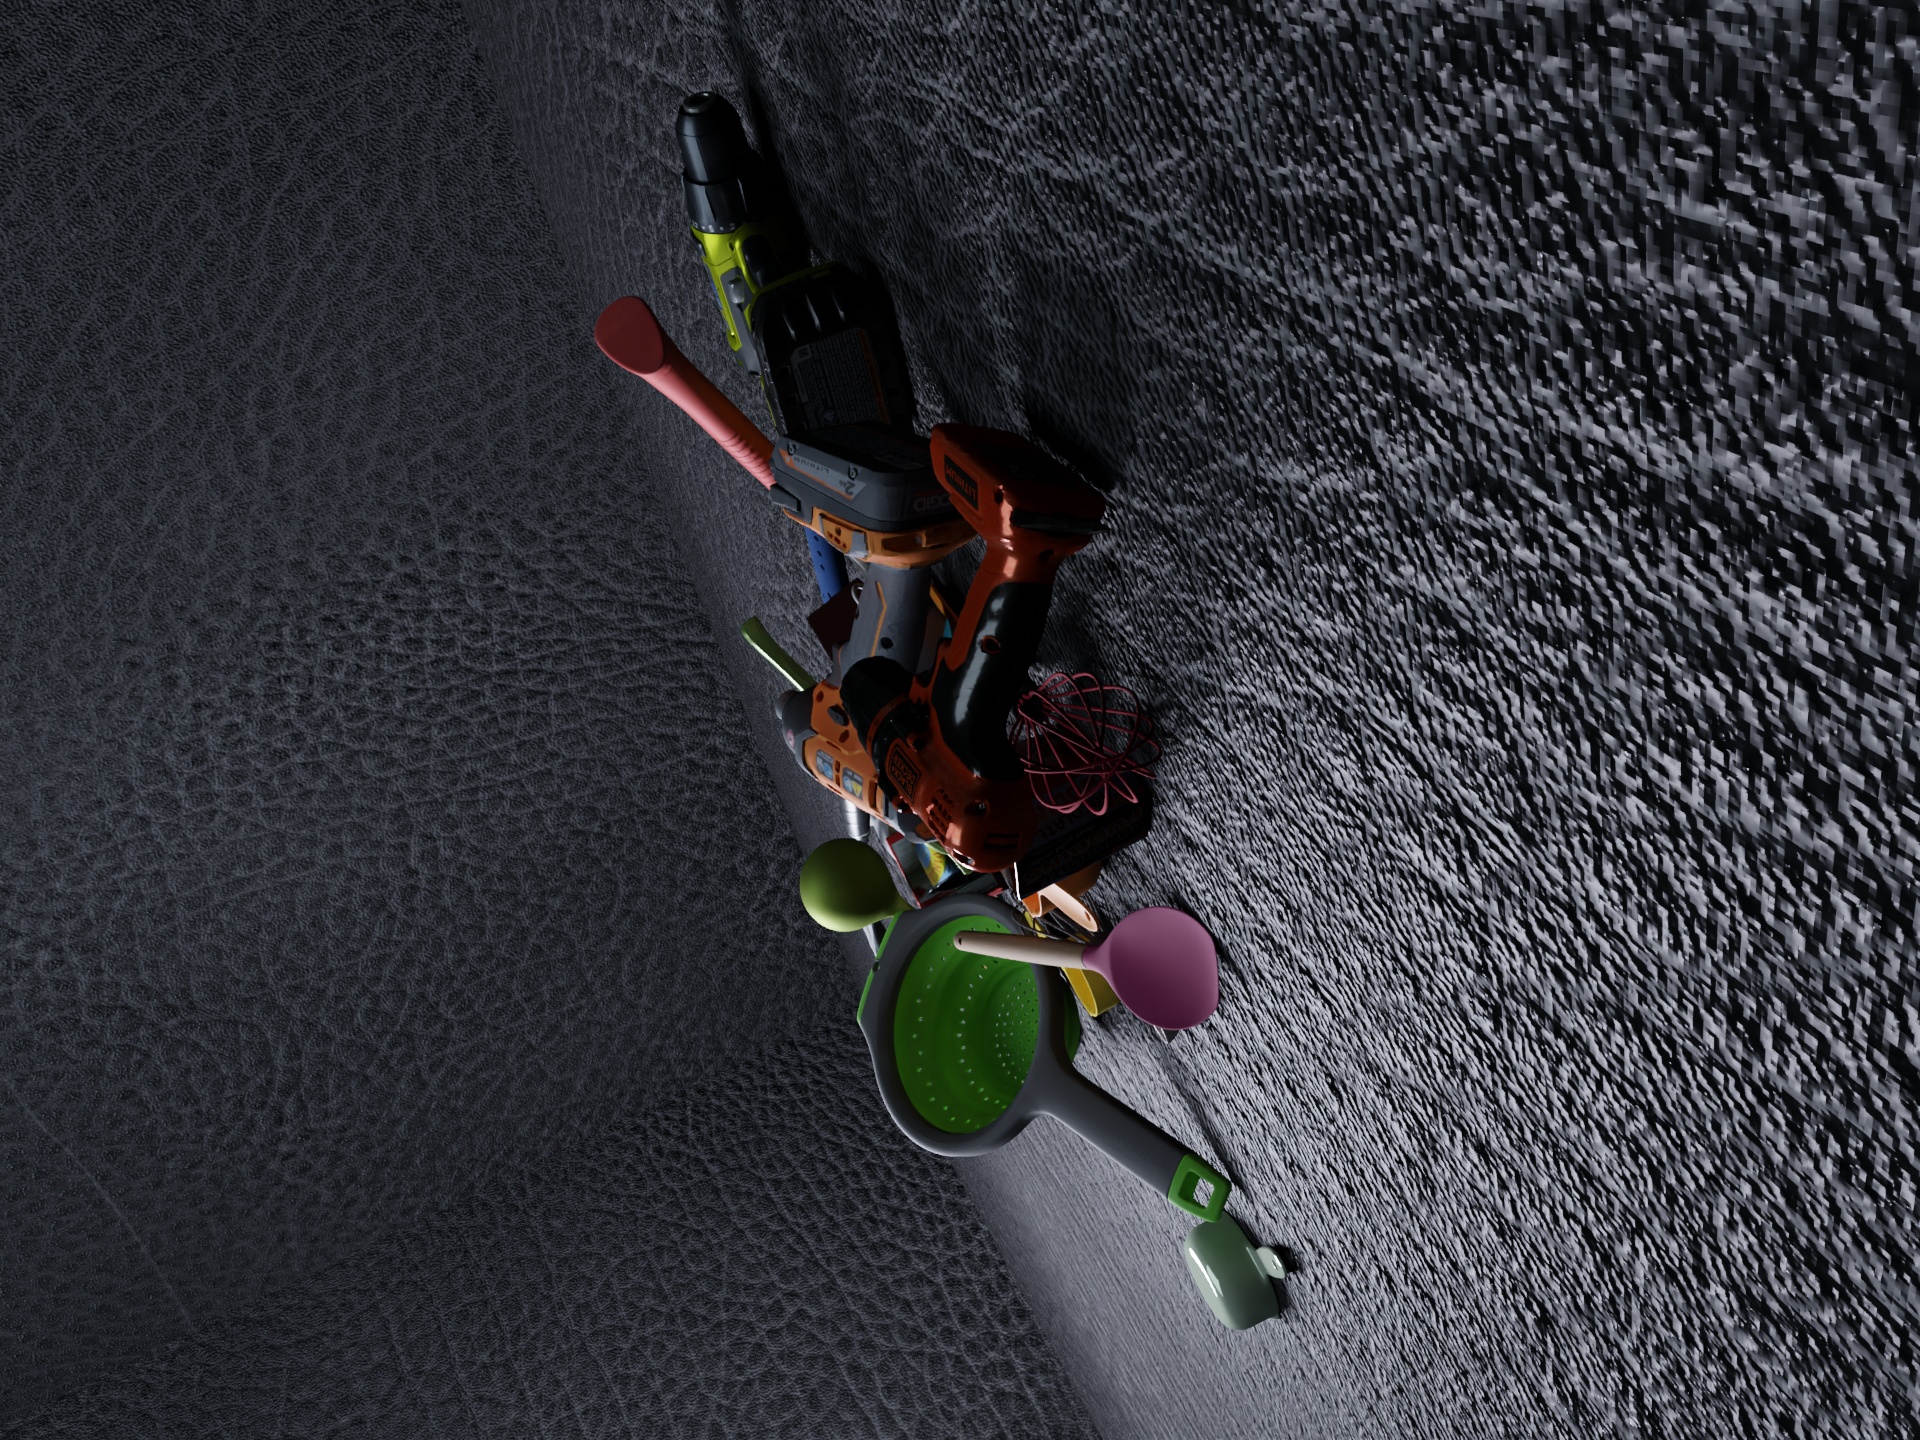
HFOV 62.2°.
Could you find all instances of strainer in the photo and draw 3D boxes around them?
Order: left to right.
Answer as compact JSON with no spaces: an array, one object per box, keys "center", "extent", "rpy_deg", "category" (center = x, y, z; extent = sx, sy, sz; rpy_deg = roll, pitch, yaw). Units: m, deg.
[{"center":[-0.057,-0.007,1.177],"extent":[0.256,0.069,0.152],"rpy_deg":[46,-168,-35],"category":"strainer"},{"center":[-0.002,-0.004,1.103],"extent":[0.258,0.050,0.087],"rpy_deg":[62,-149,-41],"category":"strainer"}]

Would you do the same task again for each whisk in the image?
[{"center":[0.045,-0.005,0.876],"extent":[0.296,0.073,0.073],"rpy_deg":[-135,22,-74],"category":"whisk"},{"center":[0.091,0.142,1.012],"extent":[0.239,0.055,0.055],"rpy_deg":[29,142,65],"category":"whisk"}]

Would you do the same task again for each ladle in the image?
[{"center":[-0.041,0.181,1.422],"extent":[0.319,0.062,0.078],"rpy_deg":[41,-121,-56],"category":"ladle"}]

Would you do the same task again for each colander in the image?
[{"center":[0.077,0.269,1.218],"extent":[0.094,0.204,0.397],"rpy_deg":[17,-174,-42],"category":"colander"}]

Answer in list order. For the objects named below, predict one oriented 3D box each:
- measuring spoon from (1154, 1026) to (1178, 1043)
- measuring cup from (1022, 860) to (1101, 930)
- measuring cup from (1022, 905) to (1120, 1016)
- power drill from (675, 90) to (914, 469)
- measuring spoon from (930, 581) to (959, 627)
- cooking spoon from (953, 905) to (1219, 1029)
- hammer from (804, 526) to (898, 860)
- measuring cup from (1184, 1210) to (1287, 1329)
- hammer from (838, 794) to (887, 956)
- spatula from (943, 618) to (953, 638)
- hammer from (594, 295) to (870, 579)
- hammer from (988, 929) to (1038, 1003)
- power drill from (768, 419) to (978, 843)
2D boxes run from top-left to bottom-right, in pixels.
[{"center":[0.117,0.168,1.027],"extent":[0.034,0.018,0.124],"rpy_deg":[64,177,-21],"category":"measuring spoon"},{"center":[0.067,0.085,0.977],"extent":[0.174,0.052,0.095],"rpy_deg":[35,148,66],"category":"measuring cup"},{"center":[0.079,0.161,1.151],"extent":[0.157,0.029,0.062],"rpy_deg":[-136,24,-68],"category":"measuring cup"},{"center":[-0.115,-0.271,1.000],"extent":[0.190,0.080,0.229],"rpy_deg":[75,168,-46],"category":"power drill"},{"center":[-0.007,-0.078,1.085],"extent":[0.021,0.011,0.117],"rpy_deg":[65,174,-31],"category":"measuring spoon"},{"center":[0.069,0.145,0.988],"extent":[0.319,0.017,0.069],"rpy_deg":[-9,84,64],"category":"cooking spoon"},{"center":[-0.090,-0.049,1.368],"extent":[0.144,0.035,0.405],"rpy_deg":[46,152,53],"category":"hammer"},{"center":[0.185,0.369,1.059],"extent":[0.083,0.038,0.167],"rpy_deg":[62,171,17],"category":"measuring cup"},{"center":[-0.092,0.101,1.434],"extent":[0.149,0.036,0.408],"rpy_deg":[58,164,27],"category":"hammer"},{"center":[0.025,0.056,1.103],"extent":[0.317,0.044,0.082],"rpy_deg":[62,-166,-52],"category":"spatula"},{"center":[-0.129,-0.174,1.057],"extent":[0.149,0.036,0.358],"rpy_deg":[56,-172,30],"category":"hammer"},{"center":[0.012,0.157,1.439],"extent":[0.337,0.034,0.127],"rpy_deg":[62,168,18],"category":"hammer"},{"center":[-0.060,-0.057,0.946],"extent":[0.164,0.084,0.226],"rpy_deg":[28,125,44],"category":"power drill"}]
